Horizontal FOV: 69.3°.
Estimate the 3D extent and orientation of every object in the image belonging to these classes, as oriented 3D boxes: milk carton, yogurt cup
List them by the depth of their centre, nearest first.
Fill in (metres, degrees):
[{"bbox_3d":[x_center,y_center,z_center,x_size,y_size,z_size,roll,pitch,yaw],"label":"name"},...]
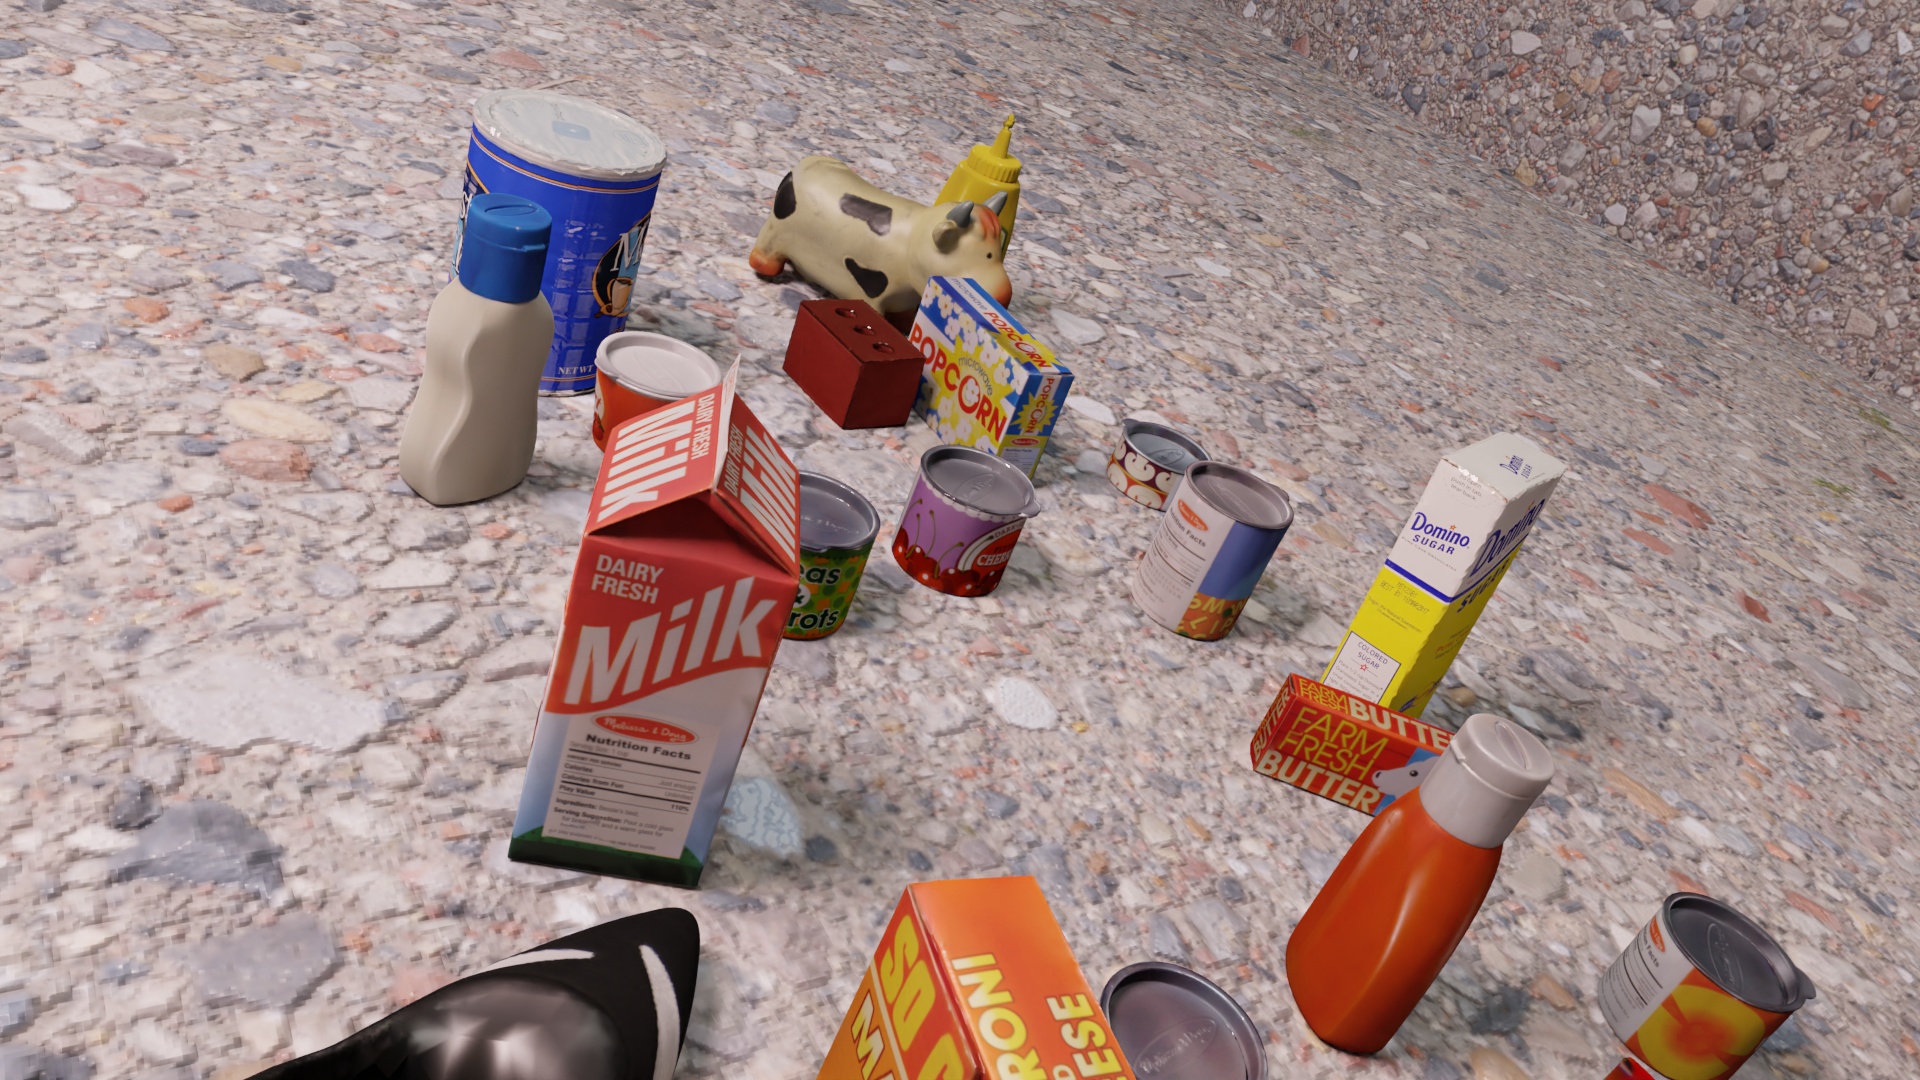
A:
[{"bbox_3d":[-0.105,0.030,0.500,0.073,0.189,0.073,14,31,-15],"label":"milk carton"},{"bbox_3d":[-0.169,-0.075,0.761,0.072,0.053,0.073,16,31,-10],"label":"yogurt cup"}]

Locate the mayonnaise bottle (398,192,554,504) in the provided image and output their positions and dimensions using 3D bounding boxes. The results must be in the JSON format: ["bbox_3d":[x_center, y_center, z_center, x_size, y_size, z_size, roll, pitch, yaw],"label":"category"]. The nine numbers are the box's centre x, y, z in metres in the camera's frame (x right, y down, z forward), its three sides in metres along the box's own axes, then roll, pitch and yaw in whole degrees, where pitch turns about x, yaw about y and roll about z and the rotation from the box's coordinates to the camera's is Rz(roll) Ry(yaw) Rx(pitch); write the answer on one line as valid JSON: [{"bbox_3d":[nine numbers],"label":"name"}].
[{"bbox_3d":[-0.223,-0.089,0.655,0.041,0.147,0.065,35,32,21],"label":"mayonnaise bottle"}]

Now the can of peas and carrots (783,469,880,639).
[{"bbox_3d":[-0.079,0.008,0.682,0.071,0.058,0.071,16,31,-10],"label":"can of peas and carrots"}]

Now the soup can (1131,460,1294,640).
[{"bbox_3d":[0.147,0.006,0.806,0.071,0.083,0.072,16,30,-10],"label":"soup can"}]

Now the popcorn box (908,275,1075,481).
[{"bbox_3d":[0.011,-0.104,0.892,0.038,0.084,0.127,-3,38,-36],"label":"popcorn box"}]

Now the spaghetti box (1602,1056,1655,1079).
[{"bbox_3d":[0.178,0.250,0.470,0.251,0.050,0.029,-12,44,-44],"label":"spaghetti box"}]

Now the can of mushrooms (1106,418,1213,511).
[{"bbox_3d":[0.133,-0.051,0.938,0.071,0.033,0.071,16,31,-10],"label":"can of mushrooms"}]

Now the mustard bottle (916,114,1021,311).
[{"bbox_3d":[0.010,-0.241,1.036,0.065,0.159,0.049,2,36,-31],"label":"mustard bottle"}]

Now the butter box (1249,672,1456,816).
[{"bbox_3d":[0.205,0.110,0.708,0.103,0.052,0.024,21,30,-1],"label":"butter box"}]

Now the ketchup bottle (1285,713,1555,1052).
[{"bbox_3d":[0.182,0.135,0.558,0.043,0.148,0.065,16,30,-11],"label":"ketchup bottle"}]

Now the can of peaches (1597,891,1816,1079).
[{"bbox_3d":[0.339,0.207,0.635,0.071,0.057,0.071,16,31,-10],"label":"can of peaches"}]

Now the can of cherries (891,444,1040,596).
[{"bbox_3d":[0.003,-0.010,0.763,0.071,0.058,0.072,16,31,-10],"label":"can of cherries"}]

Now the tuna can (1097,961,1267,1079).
[{"bbox_3d":[0.078,0.194,0.512,0.071,0.032,0.071,16,31,-10],"label":"tuna can"}]

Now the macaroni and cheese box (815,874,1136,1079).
[{"bbox_3d":[-0.004,0.185,0.340,0.040,0.165,0.124,4,35,-28],"label":"macaroni and cheese box"}]
